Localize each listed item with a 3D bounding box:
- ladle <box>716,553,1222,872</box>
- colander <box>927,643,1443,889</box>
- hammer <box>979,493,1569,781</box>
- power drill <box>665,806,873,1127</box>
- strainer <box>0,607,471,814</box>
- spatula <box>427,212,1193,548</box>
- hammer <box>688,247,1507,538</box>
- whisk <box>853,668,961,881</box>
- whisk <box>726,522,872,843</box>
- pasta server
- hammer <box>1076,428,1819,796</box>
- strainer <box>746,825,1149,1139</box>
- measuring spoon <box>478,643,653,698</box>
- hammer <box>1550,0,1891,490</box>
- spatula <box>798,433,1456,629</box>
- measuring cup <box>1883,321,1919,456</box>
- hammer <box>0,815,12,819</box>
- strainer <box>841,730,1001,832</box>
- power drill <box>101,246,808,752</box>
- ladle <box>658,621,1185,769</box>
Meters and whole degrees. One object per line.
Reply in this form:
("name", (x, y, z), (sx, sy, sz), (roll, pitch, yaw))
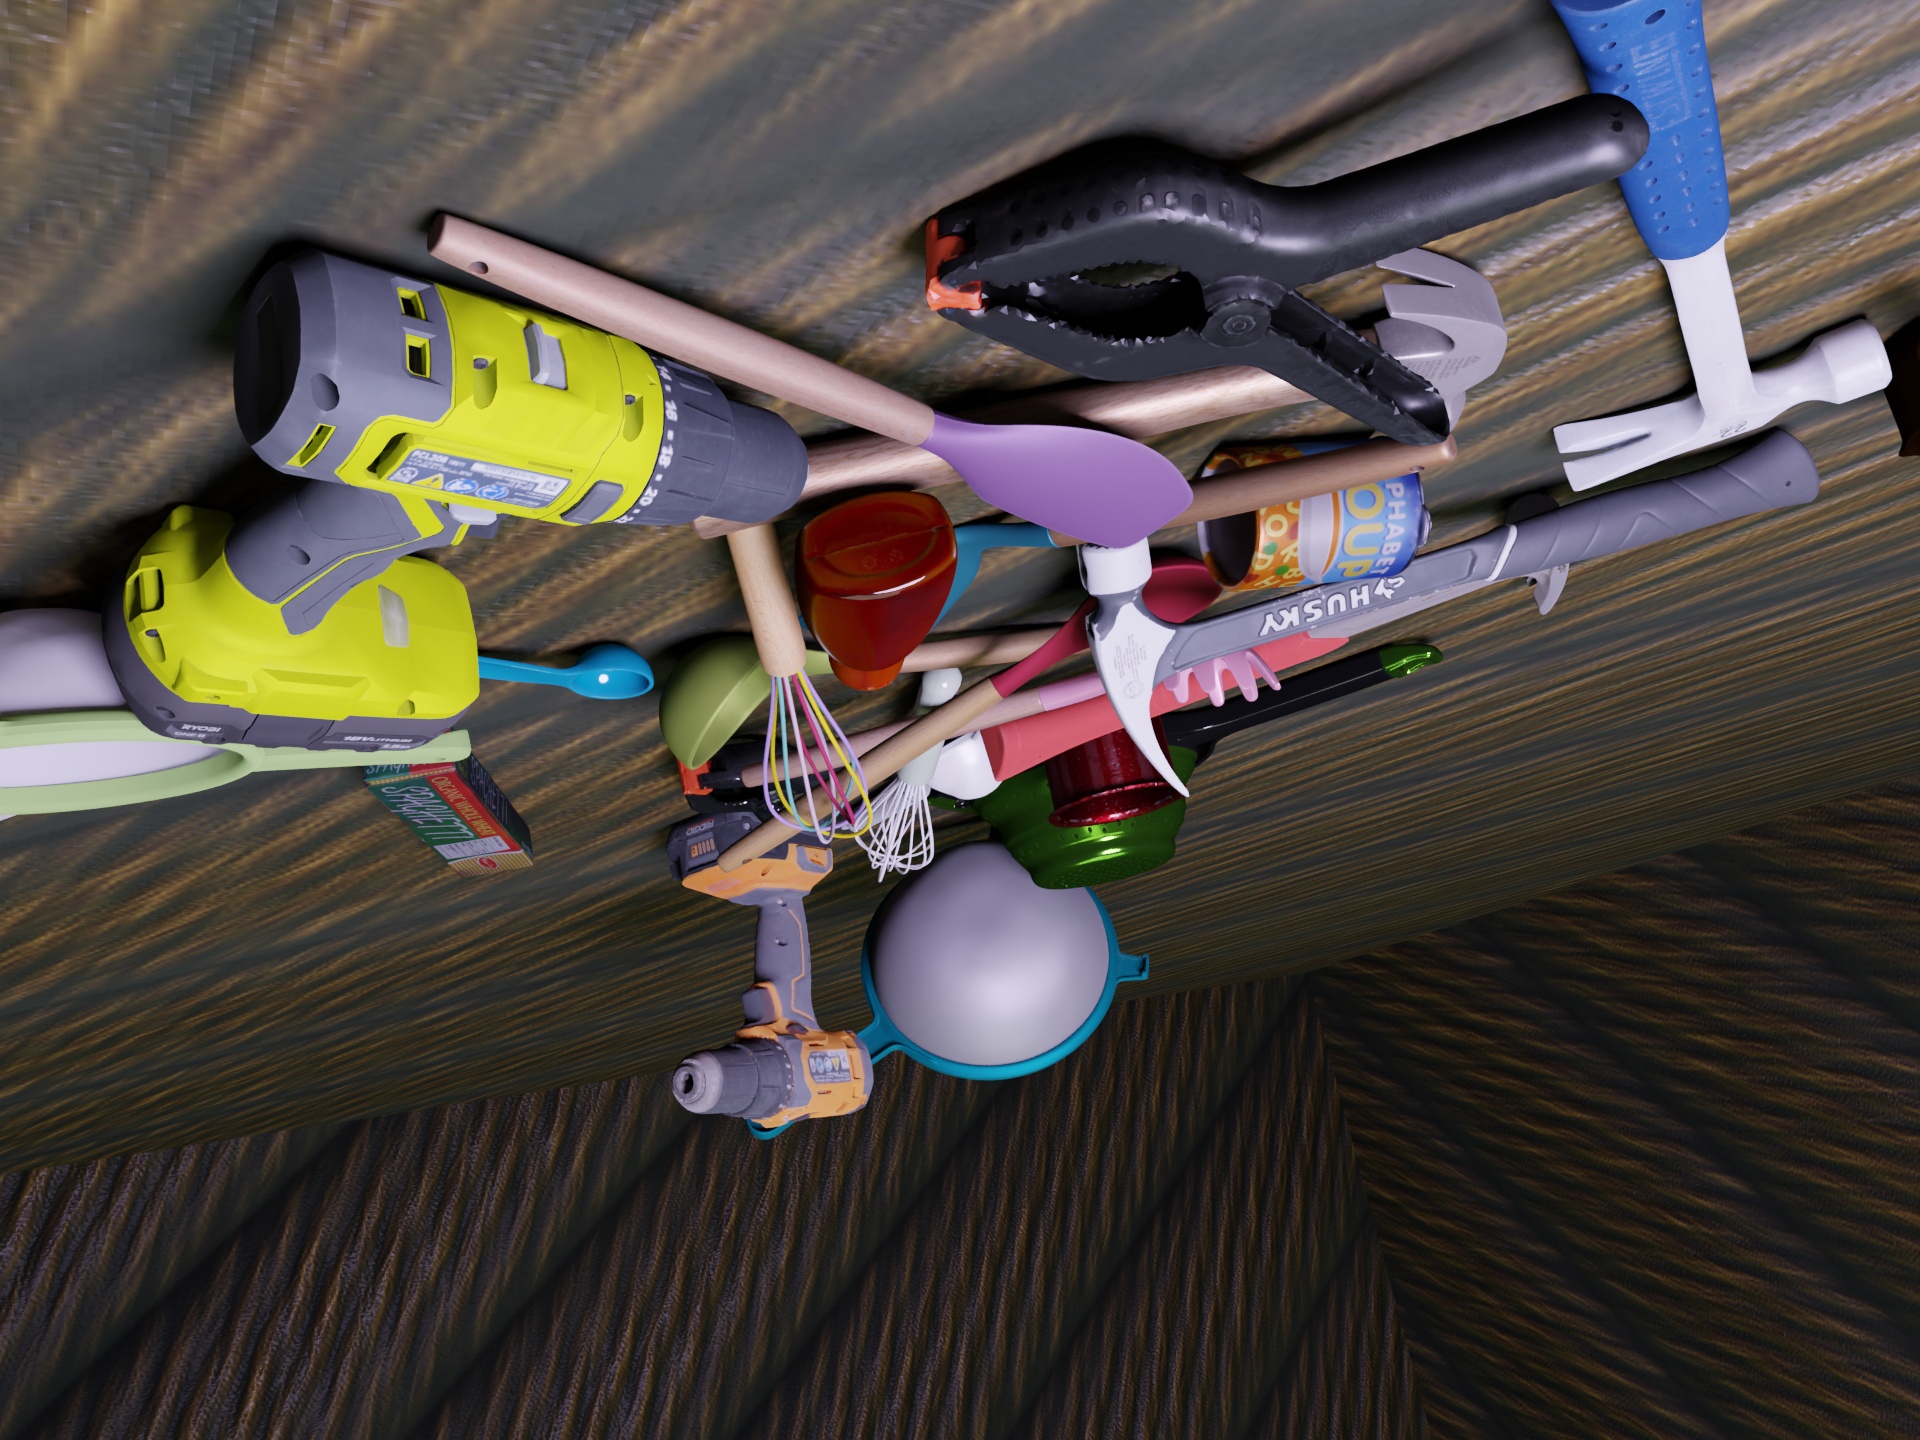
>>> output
("ladle", (-0.001, -0.003, 0.858), (0.315, 0.031, 0.069), (-32, 150, 9))
("colander", (0.168, 0.046, 1.168), (0.397, 0.095, 0.204), (-20, 162, 27))
("hammer", (0.184, -0.038, 0.960), (0.359, 0.037, 0.149), (-21, 162, 12))
("power drill", (-0.149, 0.176, 1.137), (0.084, 0.226, 0.185), (-21, 162, 27))
("strainer", (-0.328, -0.009, 0.675), (0.151, 0.069, 0.256), (-18, 170, 40))
("spatula", (-0.032, -0.112, 0.554), (0.315, 0.018, 0.060), (13, 145, -39))
("hammer", (0.052, -0.121, 0.632), (0.331, 0.031, 0.130), (-12, 164, 0))
("whisk", (-0.031, 0.035, 1.019), (0.059, 0.058, 0.246), (23, 146, 4))
("whisk", (-0.076, -0.015, 0.757), (0.051, 0.047, 0.244), (-39, 148, -22))
("pasta server", (0.023, 0.002, 0.913), (0.316, 0.040, 0.060), (-15, 170, 12))
("hammer", (0.263, -0.077, 0.828), (0.409, 0.149, 0.036), (-16, -153, -8))
("strainer", (-0.028, 0.203, 1.242), (0.340, 0.211, 0.095), (-33, 148, -21))
("measuring spoon", (-0.214, -0.032, 0.780), (0.128, 0.021, 0.042), (7, 157, -27))
("hammer", (0.271, -0.175, 0.601), (0.144, 0.035, 0.405), (-20, 162, 26))
("spatula", (0.065, -0.078, 0.705), (0.317, 0.044, 0.082), (-8, 165, 39))
("measuring cup", (0.457, -0.172, 0.723), (0.173, 0.052, 0.095), (7, 155, -45))
("hammer", (-0.523, -0.011, 0.579), (0.146, 0.038, 0.410), (-19, 162, 17))
("strainer", (-0.026, 0.048, 1.139), (0.087, 0.050, 0.258), (-19, 173, -33))
("power drill", (-0.184, -0.066, 0.568), (0.190, 0.080, 0.228), (6, 153, -45))
("ladle", (-0.009, -0.026, 0.871), (0.320, 0.062, 0.078), (-8, 154, -25))
